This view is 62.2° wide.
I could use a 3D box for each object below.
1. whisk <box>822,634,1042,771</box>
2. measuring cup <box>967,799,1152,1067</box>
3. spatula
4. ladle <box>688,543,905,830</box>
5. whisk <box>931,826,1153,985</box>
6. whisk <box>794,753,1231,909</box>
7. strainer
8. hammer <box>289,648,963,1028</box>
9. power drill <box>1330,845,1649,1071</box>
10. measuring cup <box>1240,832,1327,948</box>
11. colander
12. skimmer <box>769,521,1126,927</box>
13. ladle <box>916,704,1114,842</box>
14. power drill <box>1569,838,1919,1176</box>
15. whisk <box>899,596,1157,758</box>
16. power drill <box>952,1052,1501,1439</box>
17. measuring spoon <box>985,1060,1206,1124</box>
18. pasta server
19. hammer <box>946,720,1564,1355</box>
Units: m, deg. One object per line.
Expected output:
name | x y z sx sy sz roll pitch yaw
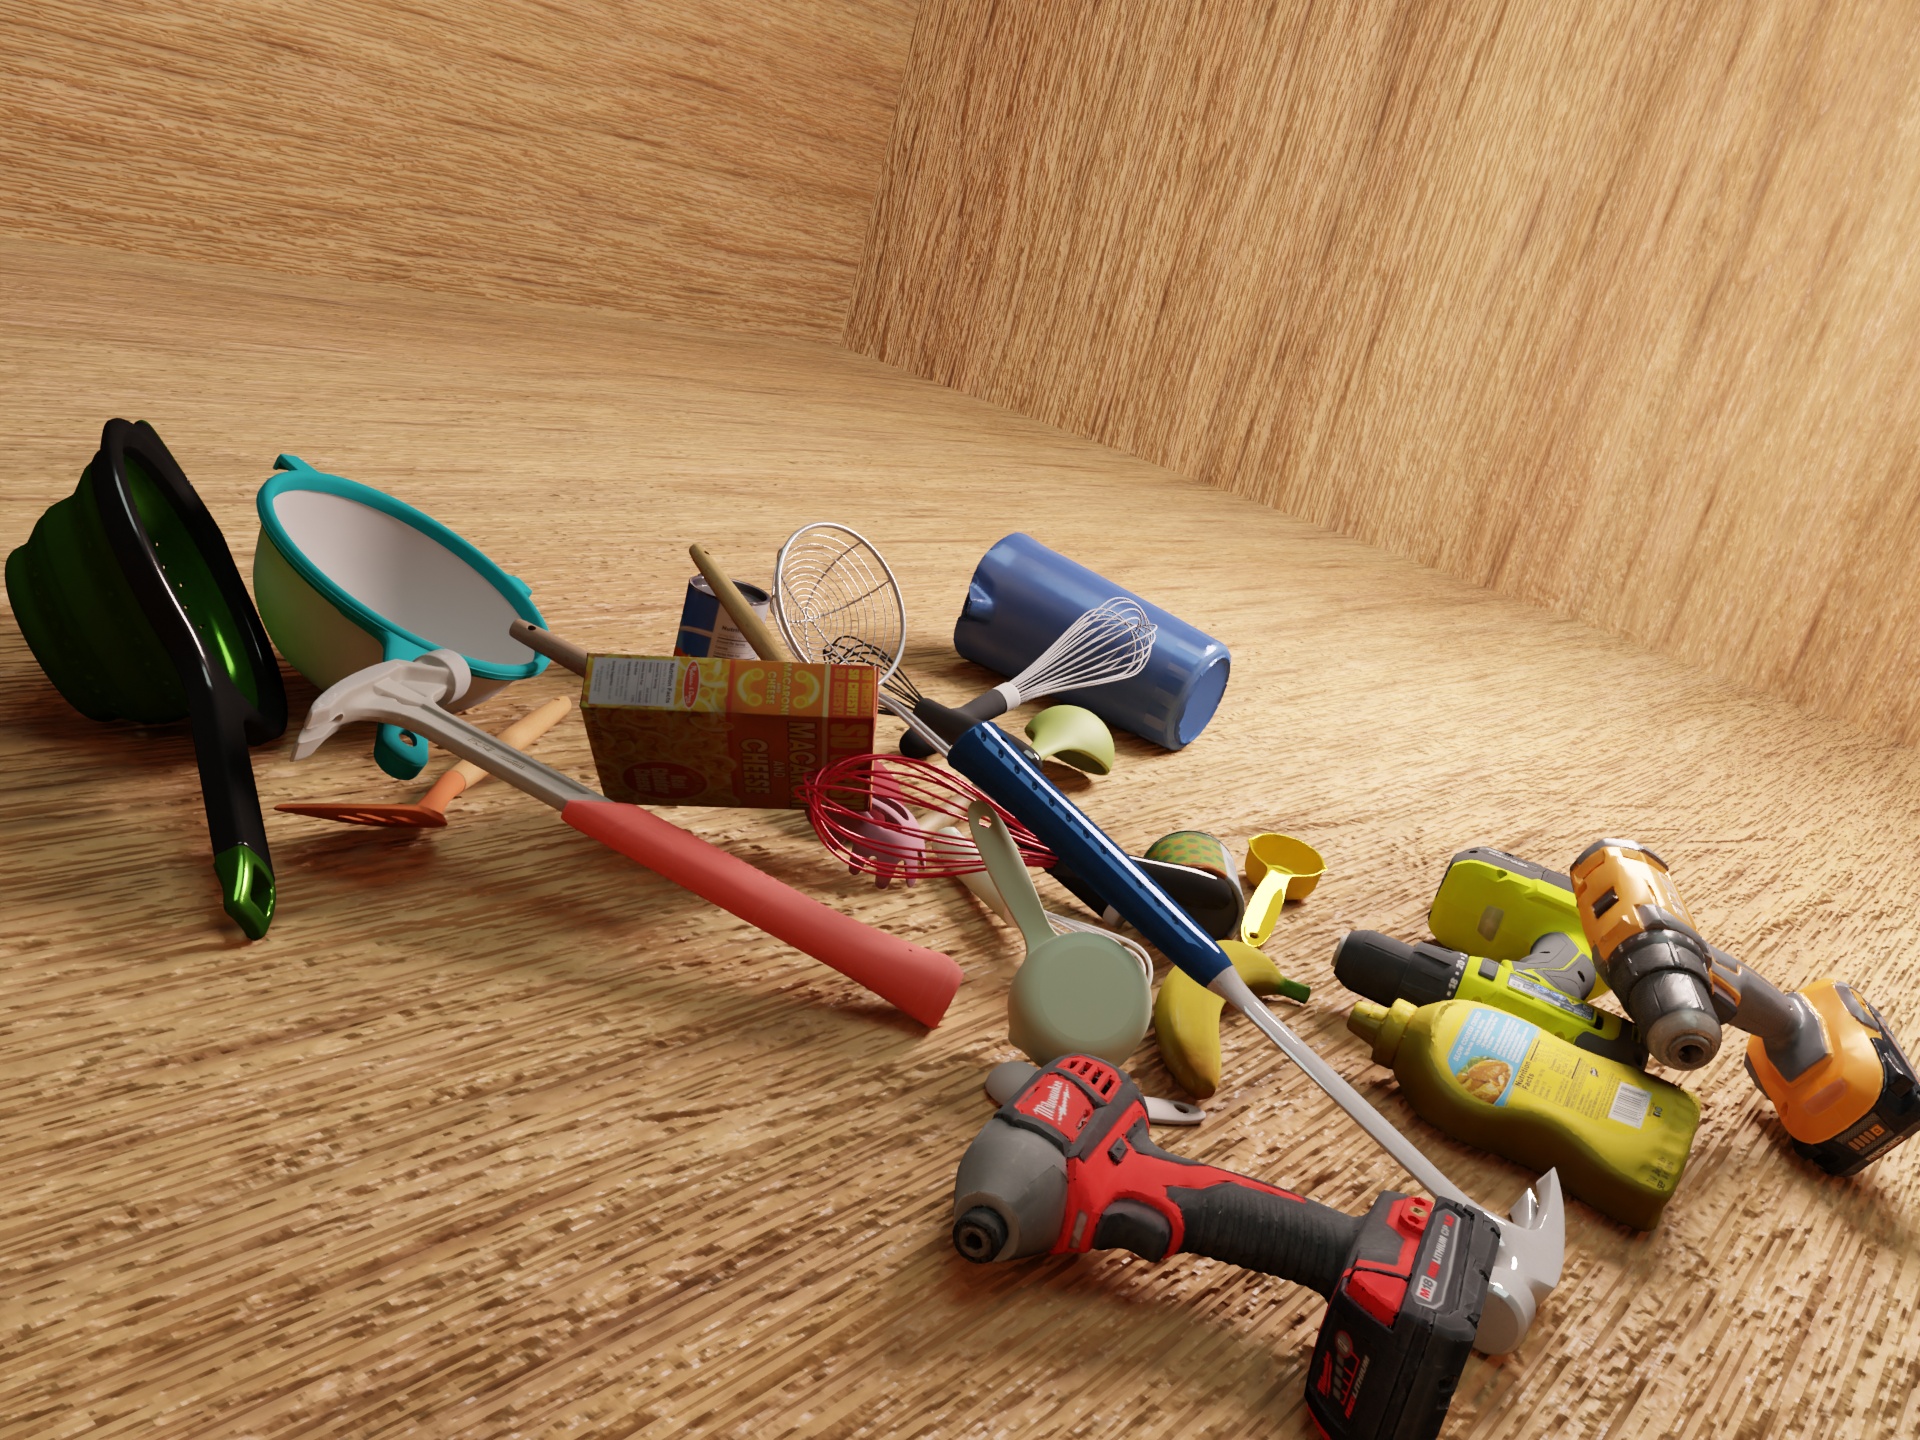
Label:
whisk | -0.026 -0.009 1.207 0.239 0.055 0.055 27 21 39
measuring cup | 0.045 0.111 0.861 0.083 0.038 0.168 -22 72 -15
spatula | -0.303 0.022 0.983 0.081 0.041 0.323 0 15 7
ladle | -0.125 -0.031 1.153 0.069 0.031 0.316 16 29 -51
whisk | 0.042 0.120 0.978 0.057 0.059 0.247 51 -8 -33
whisk | 0.039 0.076 0.948 0.295 0.073 0.073 16 17 -23
strainer | -0.370 -0.034 1.008 0.210 0.095 0.341 31 18 -31
hammer | -0.165 0.068 0.847 0.359 0.036 0.149 29 17 0
power drill | 0.358 0.163 1.063 0.191 0.080 0.228 23 22 18
measuring cup | 0.221 0.130 1.143 0.062 0.029 0.156 20 30 14
colander | -0.452 -0.014 0.880 0.094 0.204 0.398 -25 48 -10
skimmer | -0.002 -0.004 1.109 0.364 0.090 0.127 42 33 27
ladle | 0.029 0.053 1.189 0.078 0.062 0.320 24 27 21
power drill | 0.481 0.186 0.973 0.226 0.084 0.185 35 27 -9
whisk | 0.060 -0.029 1.315 0.284 0.070 0.070 -27 42 -34
power drill | 0.105 0.224 0.680 0.220 0.078 0.143 20 18 21
measuring spoon | 0.073 0.193 0.827 0.124 0.018 0.034 11 18 -16
pasta server | -0.160 0.015 1.036 0.316 0.040 0.060 27 34 8
hammer | 0.147 0.142 0.837 0.406 0.035 0.144 43 26 21
